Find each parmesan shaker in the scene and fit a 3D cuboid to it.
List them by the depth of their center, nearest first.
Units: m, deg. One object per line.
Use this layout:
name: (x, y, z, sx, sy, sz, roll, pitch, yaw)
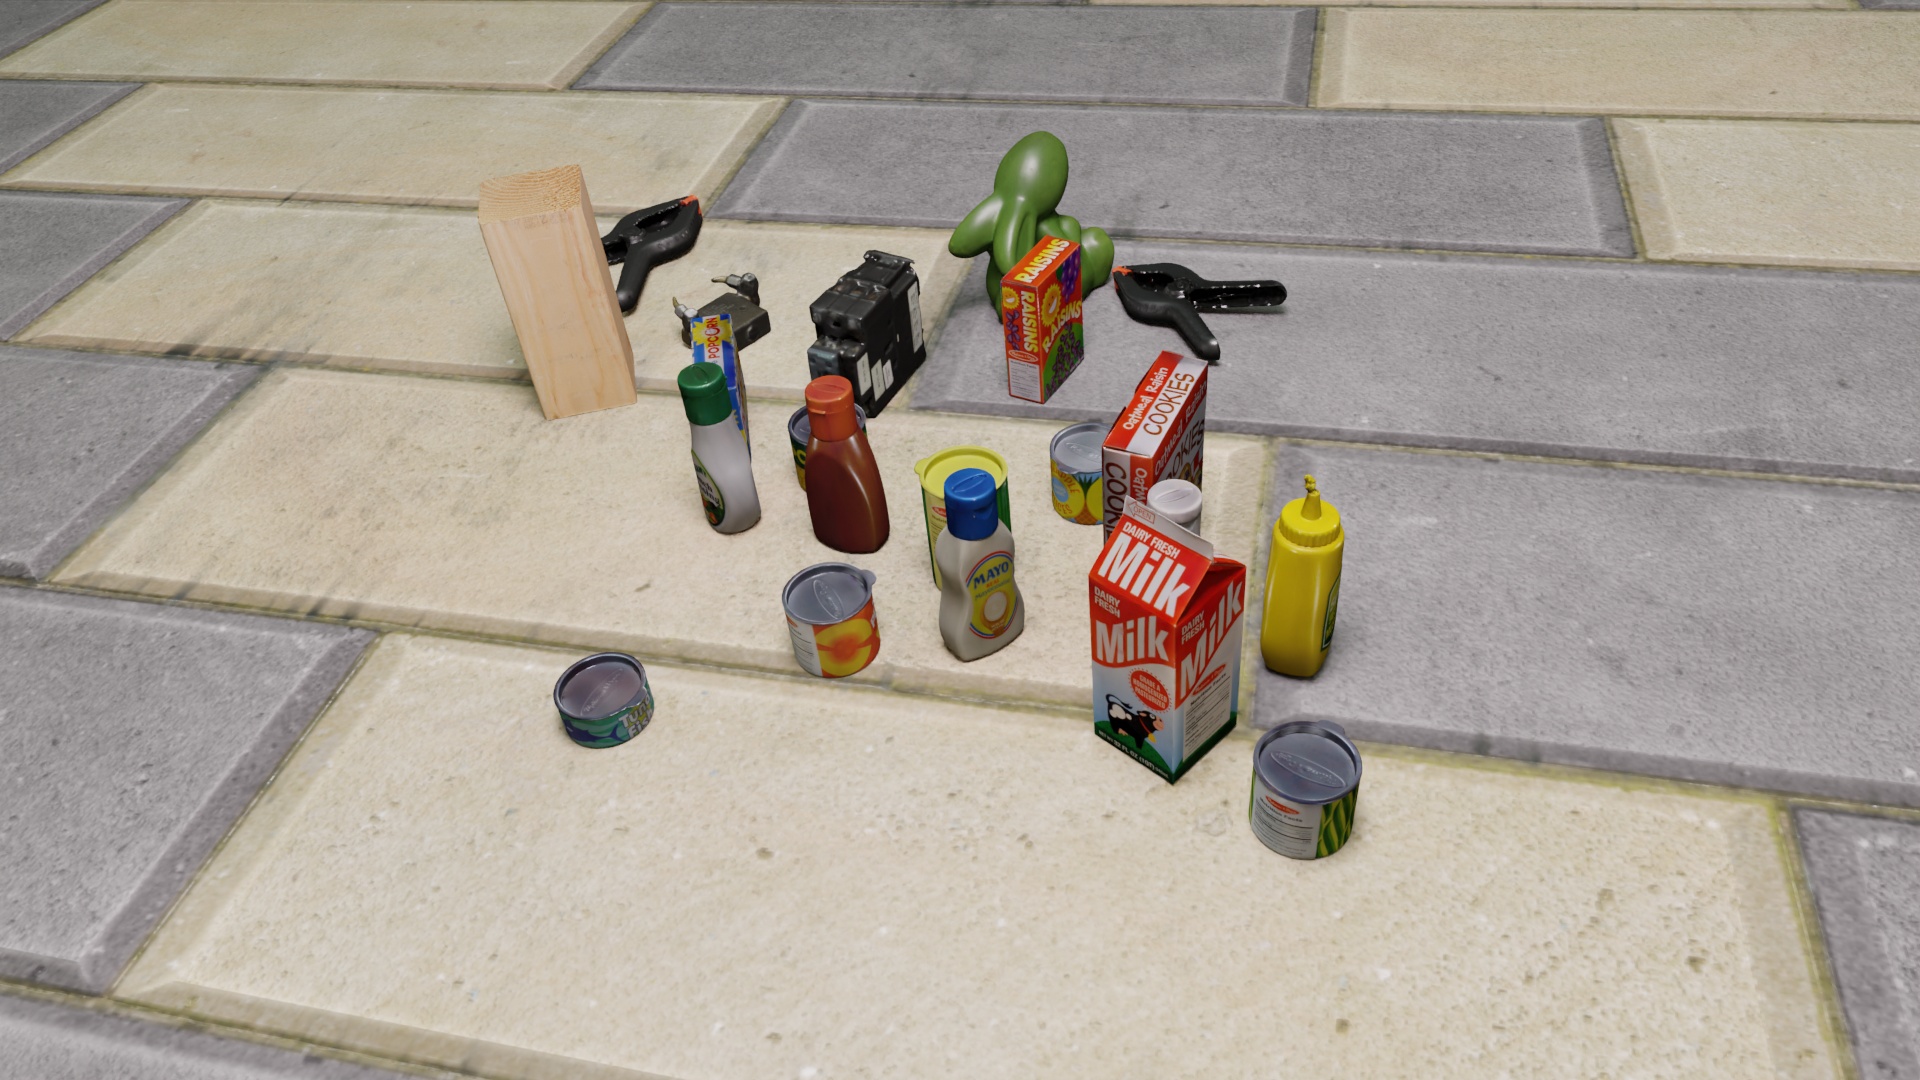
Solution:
parmesan shaker: (0.004, -0.013, 1.062, 0.071, 0.102, 0.072, -3, 41, 3)

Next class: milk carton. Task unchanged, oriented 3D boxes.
milk carton: (0.133, 0.059, 0.897, 0.074, 0.189, 0.072, -35, 48, -30)

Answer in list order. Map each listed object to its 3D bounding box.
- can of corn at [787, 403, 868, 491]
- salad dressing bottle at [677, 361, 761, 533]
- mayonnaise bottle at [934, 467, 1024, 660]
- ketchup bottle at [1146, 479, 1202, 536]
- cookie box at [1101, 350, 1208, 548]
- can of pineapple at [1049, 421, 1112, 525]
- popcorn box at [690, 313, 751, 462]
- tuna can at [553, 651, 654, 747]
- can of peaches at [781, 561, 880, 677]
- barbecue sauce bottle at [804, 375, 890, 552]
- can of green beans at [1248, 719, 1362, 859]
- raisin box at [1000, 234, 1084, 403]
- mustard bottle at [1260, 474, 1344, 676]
can of corn: (-0.111, -0.077, 1.183, 0.071, 0.058, 0.071, -3, 41, 3)
salad dressing bottle: (-0.196, -0.074, 1.123, 0.044, 0.146, 0.064, -25, 44, -21)
mayonnaise bottle: (0.012, 0.017, 0.993, 0.065, 0.147, 0.041, -27, 45, -23)
ketchup bottle: (0.147, 0.025, 0.966, 0.065, 0.148, 0.044, -19, 42, -14)
cookie box: (0.143, -0.036, 1.023, 0.040, 0.166, 0.123, 14, 44, 21)
can of pineapple: (0.105, -0.054, 1.132, 0.071, 0.057, 0.071, -3, 41, 3)
popcorn box: (-0.214, -0.134, 1.241, 0.038, 0.084, 0.127, -10, 41, -4)
tuna can: (-0.253, 0.115, 0.998, 0.071, 0.032, 0.071, -3, 41, 3)
can of peaches: (-0.092, 0.058, 1.026, 0.071, 0.057, 0.071, -3, 41, 3)
barbecue sauce bottle: (-0.094, -0.059, 1.092, 0.065, 0.147, 0.044, 13, 44, 21)
can of green beans: (0.216, 0.157, 0.874, 0.071, 0.057, 0.071, -3, 41, 3)
raisin box: (0.075, -0.199, 1.254, 0.040, 0.122, 0.086, 19, 46, 26)
mustard bottle: (0.236, 0.021, 0.952, 0.049, 0.159, 0.066, 12, 44, 20)
